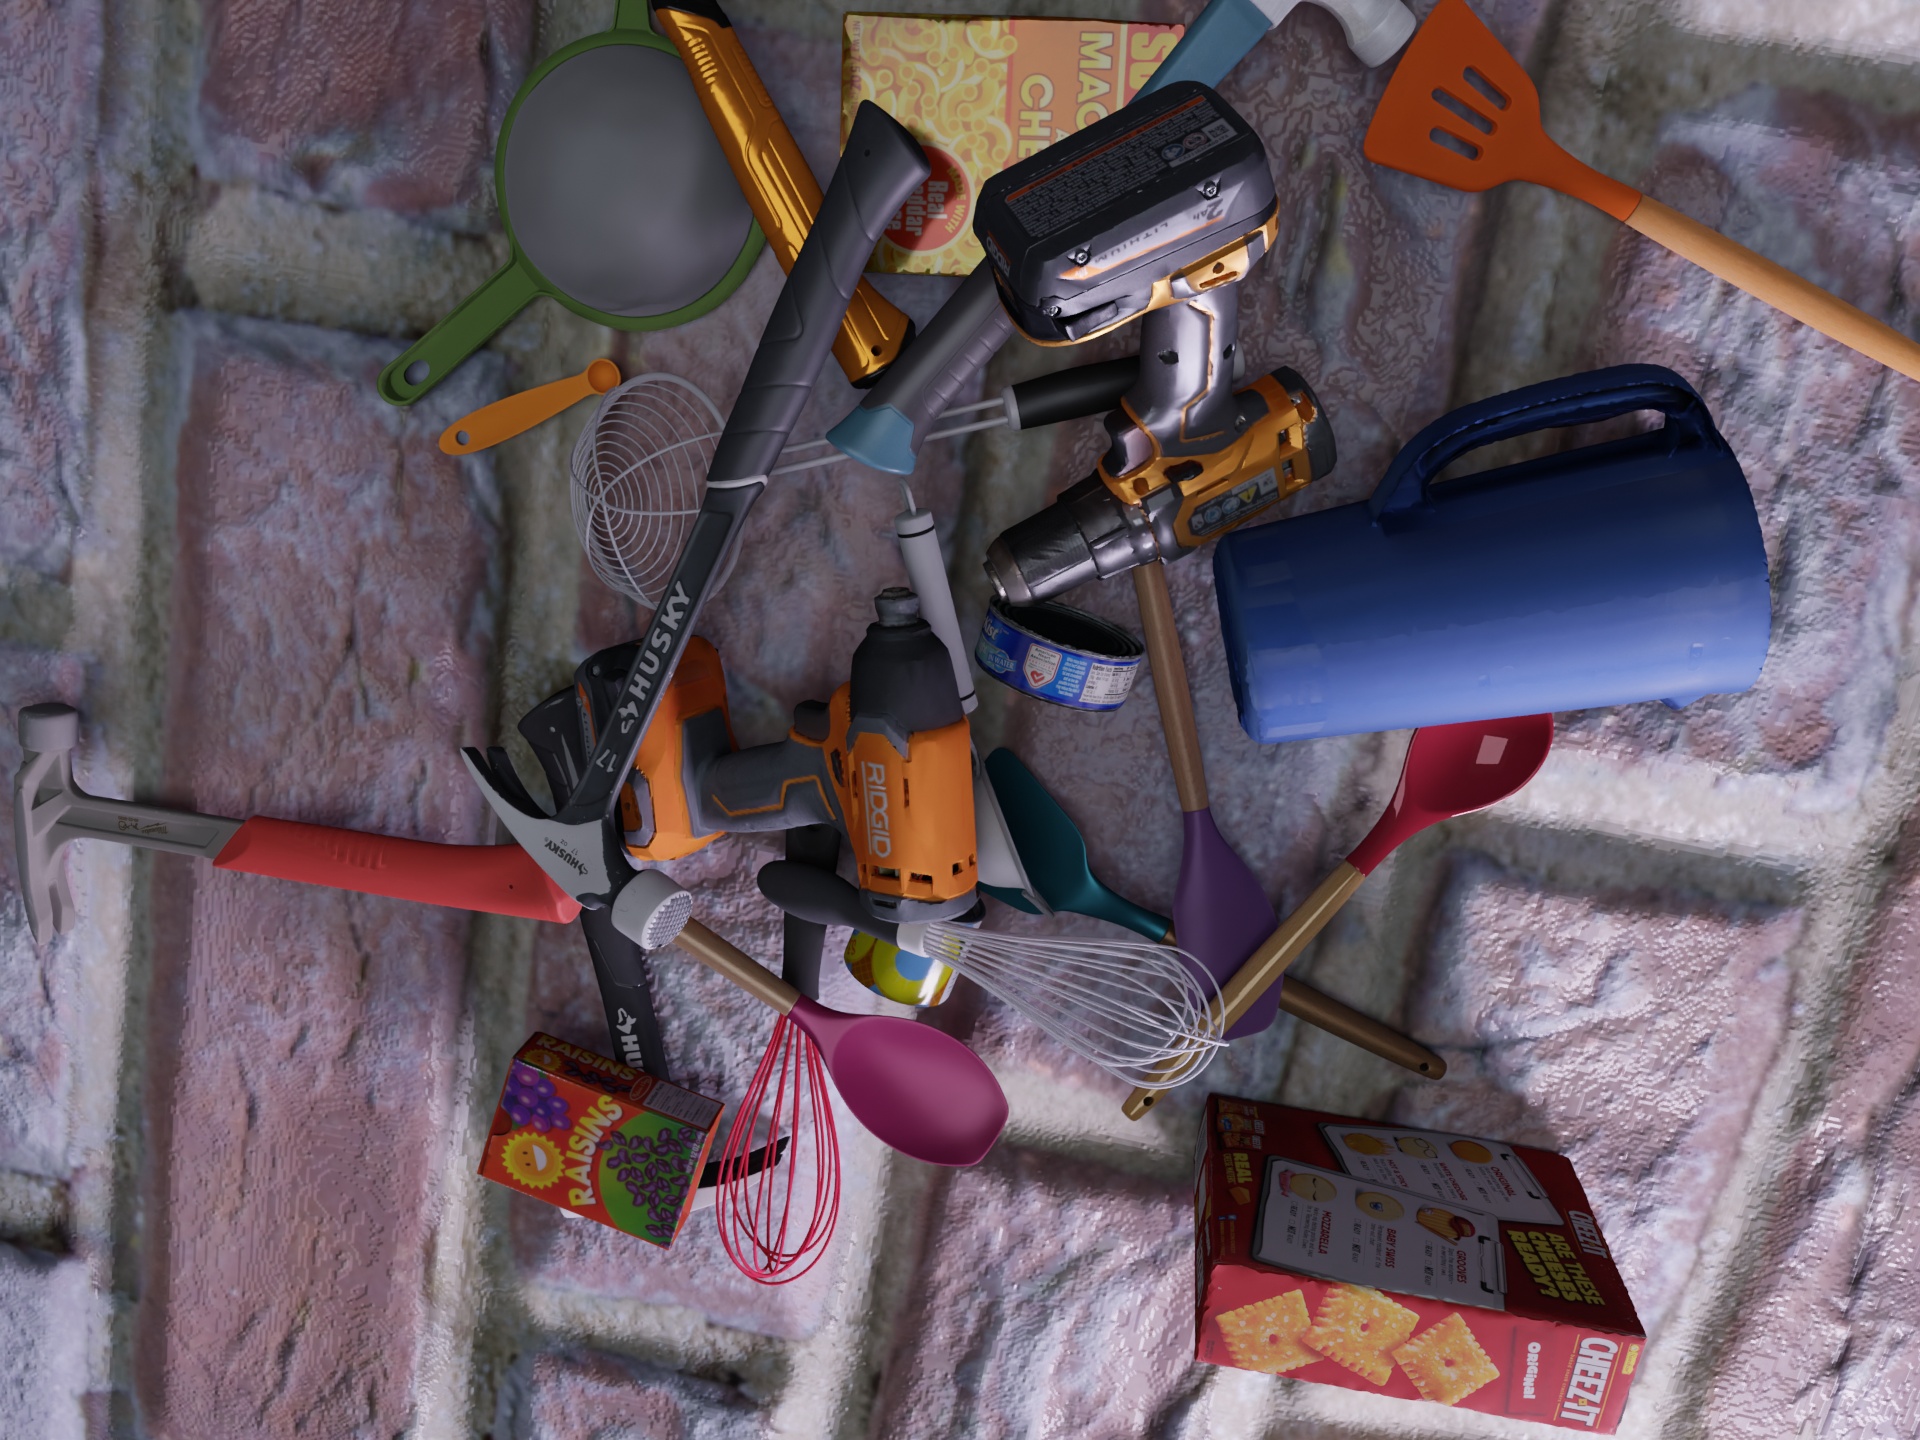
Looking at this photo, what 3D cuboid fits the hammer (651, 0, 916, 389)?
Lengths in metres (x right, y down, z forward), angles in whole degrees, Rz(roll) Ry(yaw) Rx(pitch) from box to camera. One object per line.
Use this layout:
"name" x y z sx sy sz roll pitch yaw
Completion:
"hammer" -0.123 -0.310 0.758 0.127 0.034 0.336 -31 103 -6

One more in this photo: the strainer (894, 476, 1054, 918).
"strainer" -0.001 -0.003 0.828 0.050 0.087 0.258 -15 111 -4

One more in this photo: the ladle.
"ladle" 0.197 0.100 0.860 0.069 0.031 0.315 41 94 -11

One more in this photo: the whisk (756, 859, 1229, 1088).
"whisk" 0.006 0.119 0.815 0.285 0.070 0.070 15 109 32

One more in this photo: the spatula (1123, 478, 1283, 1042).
"spatula" 0.125 0.022 0.866 0.060 0.018 0.316 -14 97 -8

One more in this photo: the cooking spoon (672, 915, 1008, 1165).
"cooking spoon" -0.113 0.142 0.877 0.319 0.017 0.069 34 86 0

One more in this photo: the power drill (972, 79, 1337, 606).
"power drill" 0.075 -0.156 0.744 0.185 0.084 0.226 -27 142 1

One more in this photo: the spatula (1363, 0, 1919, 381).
"spatula" 0.349 -0.237 0.771 0.322 0.041 0.081 27 106 -2

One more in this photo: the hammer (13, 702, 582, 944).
"hammer" -0.392 0.085 0.932 0.359 0.037 0.149 8 106 11

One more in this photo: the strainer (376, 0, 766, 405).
"strainer" -0.217 -0.245 0.822 0.256 0.069 0.151 -36 98 13

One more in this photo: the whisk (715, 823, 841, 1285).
"whisk" -0.095 0.177 0.909 0.073 0.073 0.296 6 91 5

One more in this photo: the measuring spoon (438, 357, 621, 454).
"measuring spoon" -0.237 -0.172 0.877 0.117 0.011 0.021 -19 100 15

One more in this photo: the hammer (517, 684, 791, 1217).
"hammer" -0.199 0.141 0.943 0.146 0.035 0.334 -7 104 9

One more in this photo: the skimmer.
"skimmer" -0.034 -0.149 0.847 0.363 0.090 0.127 -13 92 0

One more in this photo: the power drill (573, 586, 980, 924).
"power drill" -0.093 0.008 0.826 0.226 0.084 0.164 7 108 33

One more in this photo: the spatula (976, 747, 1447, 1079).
"spatula" 0.138 0.125 0.906 0.317 0.044 0.082 28 106 -6

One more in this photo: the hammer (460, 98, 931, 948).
"hammer" -0.120 -0.099 0.770 0.149 0.036 0.409 31 103 22

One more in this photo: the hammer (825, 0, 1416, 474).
"hammer" 0.059 -0.246 0.754 0.128 0.033 0.331 39 98 -17
